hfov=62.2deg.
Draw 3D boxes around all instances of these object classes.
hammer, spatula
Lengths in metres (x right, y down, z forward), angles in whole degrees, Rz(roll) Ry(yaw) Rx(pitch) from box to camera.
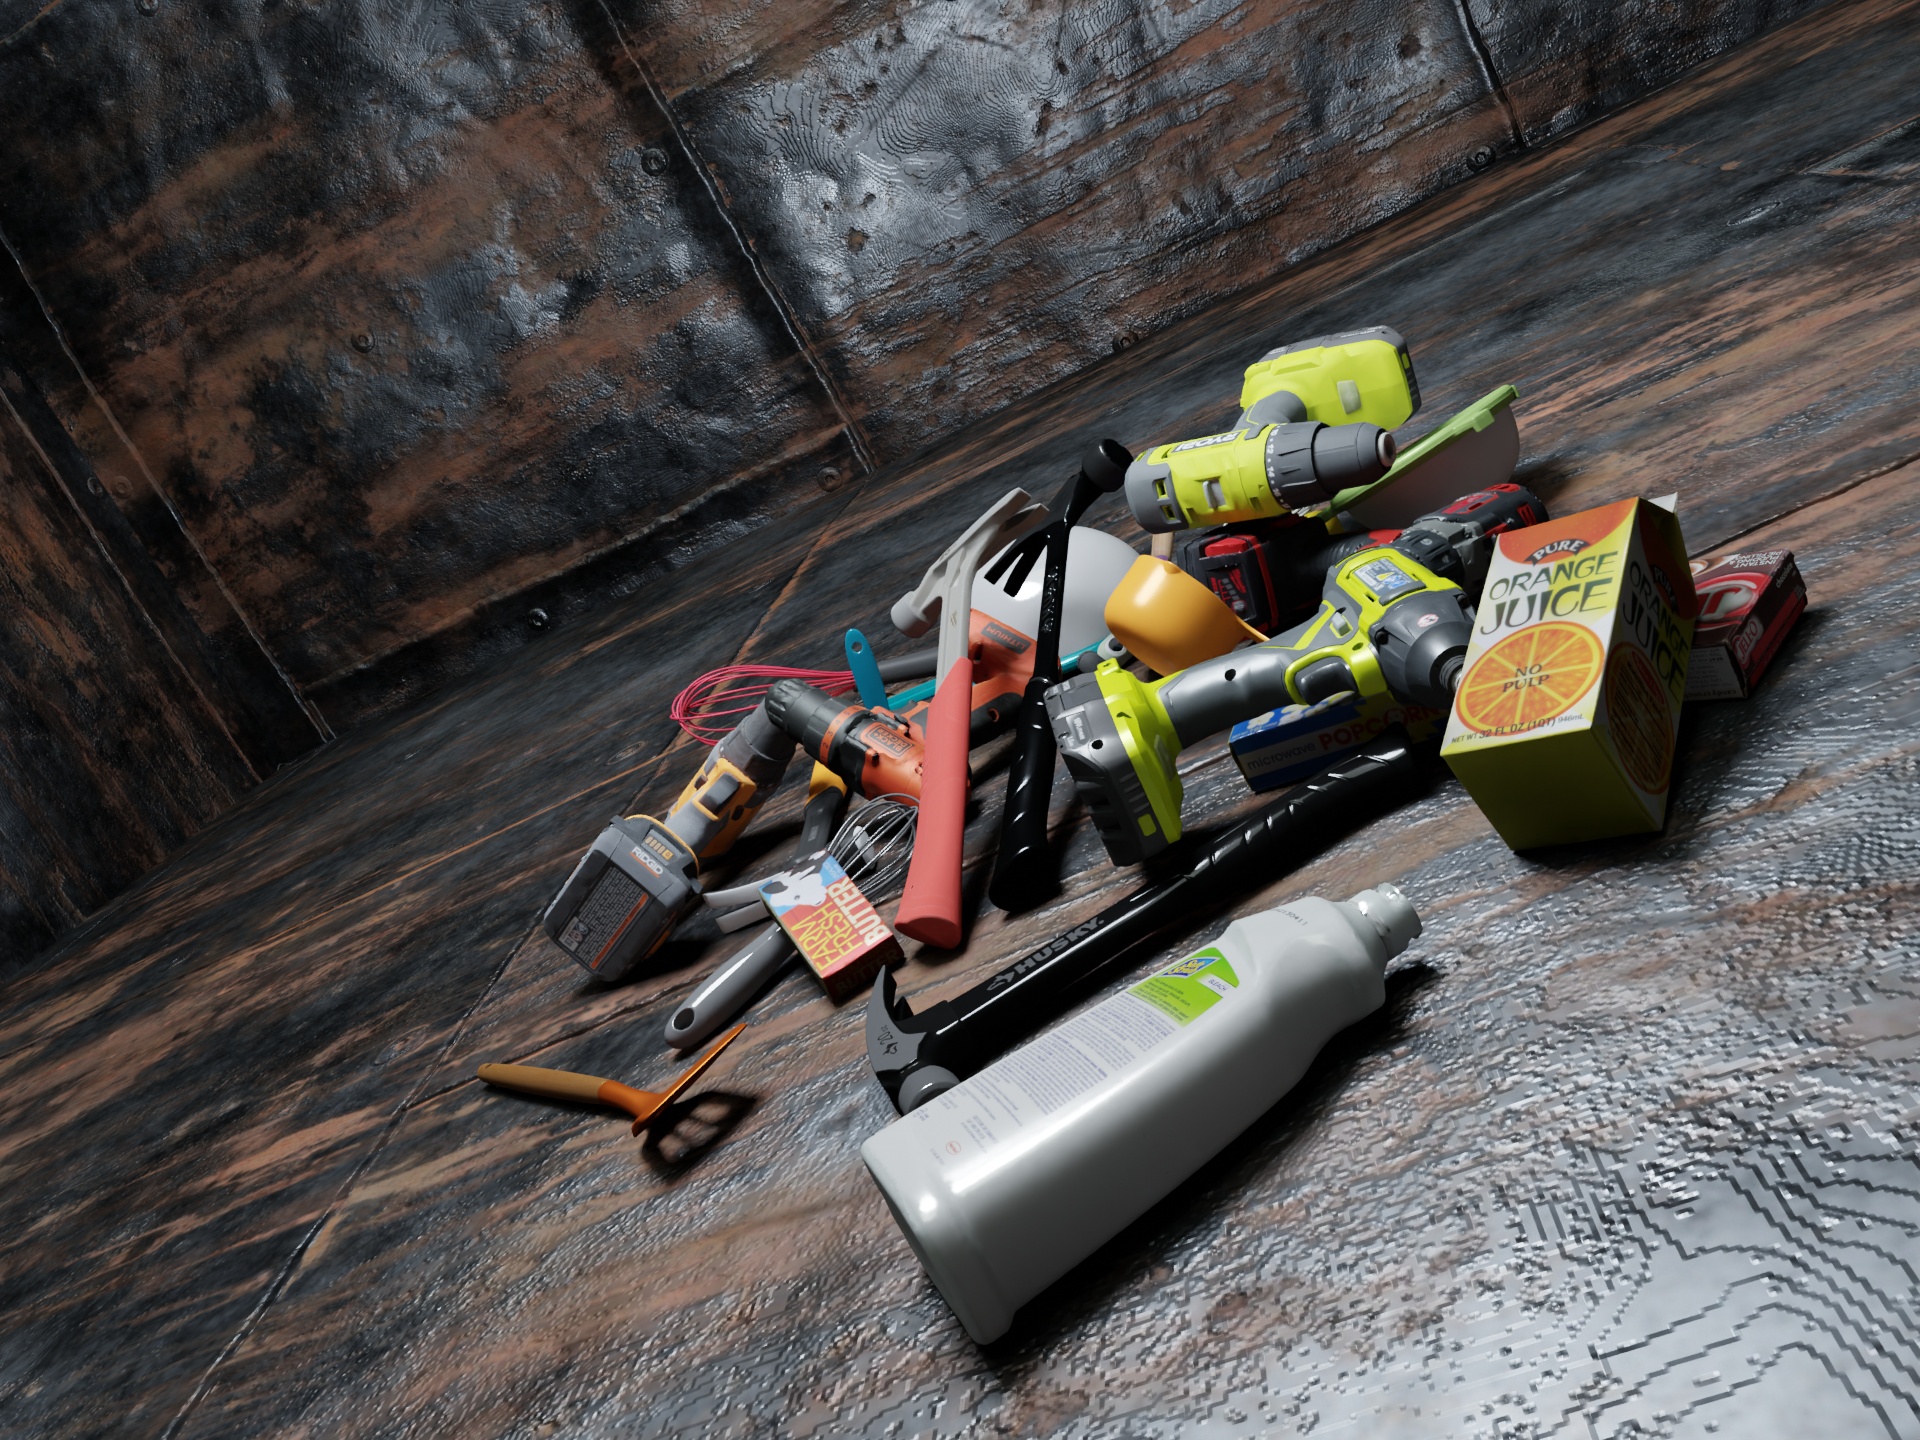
[{"bbox_3d":[0.099,0.094,0.828,0.335,0.035,0.146,-31,17,-8],"label":"hammer"},{"bbox_3d":[-0.232,0.219,0.978,0.323,0.041,0.081,-10,25,50],"label":"spatula"},{"bbox_3d":[0.053,-0.032,1.080,0.149,0.036,0.409,-44,23,36],"label":"hammer"},{"bbox_3d":[0.161,-0.135,1.280,0.059,0.018,0.316,-44,14,28],"label":"spatula"},{"bbox_3d":[-0.002,-0.003,1.050,0.149,0.036,0.359,-40,30,33],"label":"hammer"},{"bbox_3d":[-0.114,0.063,1.275,0.127,0.034,0.337,-24,16,11],"label":"hammer"}]

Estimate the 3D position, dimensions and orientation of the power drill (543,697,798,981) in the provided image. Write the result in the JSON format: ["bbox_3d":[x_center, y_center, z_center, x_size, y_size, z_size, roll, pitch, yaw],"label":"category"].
[{"bbox_3d":[-0.200,0.075,1.206,0.185,0.084,0.226,-49,1,34],"label":"power drill"}]

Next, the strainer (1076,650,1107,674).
[{"bbox_3d":[0.114,-0.023,1.143,0.087,0.050,0.258,1,11,-7],"label":"strainer"}]

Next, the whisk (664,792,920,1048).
[{"bbox_3d":[-0.105,0.128,1.041,0.239,0.055,0.055,-43,21,-30],"label":"whisk"}]

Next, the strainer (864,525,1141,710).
[{"bbox_3d":[0.012,-0.084,1.352,0.340,0.095,0.211,-24,16,-8],"label":"strainer"}]

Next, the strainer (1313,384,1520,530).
[{"bbox_3d":[0.314,-0.149,1.186,0.256,0.069,0.151,-35,0,31],"label":"strainer"}]

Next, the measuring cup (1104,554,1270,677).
[{"bbox_3d":[0.166,-0.041,1.029,0.174,0.095,0.052,37,85,33],"label":"measuring cup"}]

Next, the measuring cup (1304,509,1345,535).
[{"bbox_3d":[0.237,-0.125,1.277,0.156,0.029,0.062,-28,16,-5],"label":"measuring cup"}]

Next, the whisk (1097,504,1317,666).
[{"bbox_3d":[0.201,-0.128,1.272,0.246,0.058,0.059,-43,-21,-6],"label":"whisk"}]

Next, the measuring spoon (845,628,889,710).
[{"bbox_3d":[-0.065,-0.010,1.245,0.042,0.128,0.021,-19,13,-1],"label":"measuring spoon"}]

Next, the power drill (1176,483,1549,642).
[{"bbox_3d":[0.249,-0.097,1.054,0.188,0.080,0.227,-26,15,-36],"label":"power drill"}]

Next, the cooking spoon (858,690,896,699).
[{"bbox_3d":[-0.044,-0.007,1.402,0.069,0.017,0.319,-26,16,-13],"label":"cooking spoon"}]

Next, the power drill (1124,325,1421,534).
[{"bbox_3d":[0.249,-0.211,1.159,0.190,0.080,0.228,-5,26,39],"label":"power drill"}]

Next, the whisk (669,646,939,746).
[{"bbox_3d":[-0.116,-0.032,1.434,0.295,0.073,0.073,-13,12,-16],"label":"whisk"}]

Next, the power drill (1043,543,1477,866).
[{"bbox_3d":[0.164,-0.013,0.849,0.223,0.080,0.171,-25,19,6],"label":"power drill"}]
